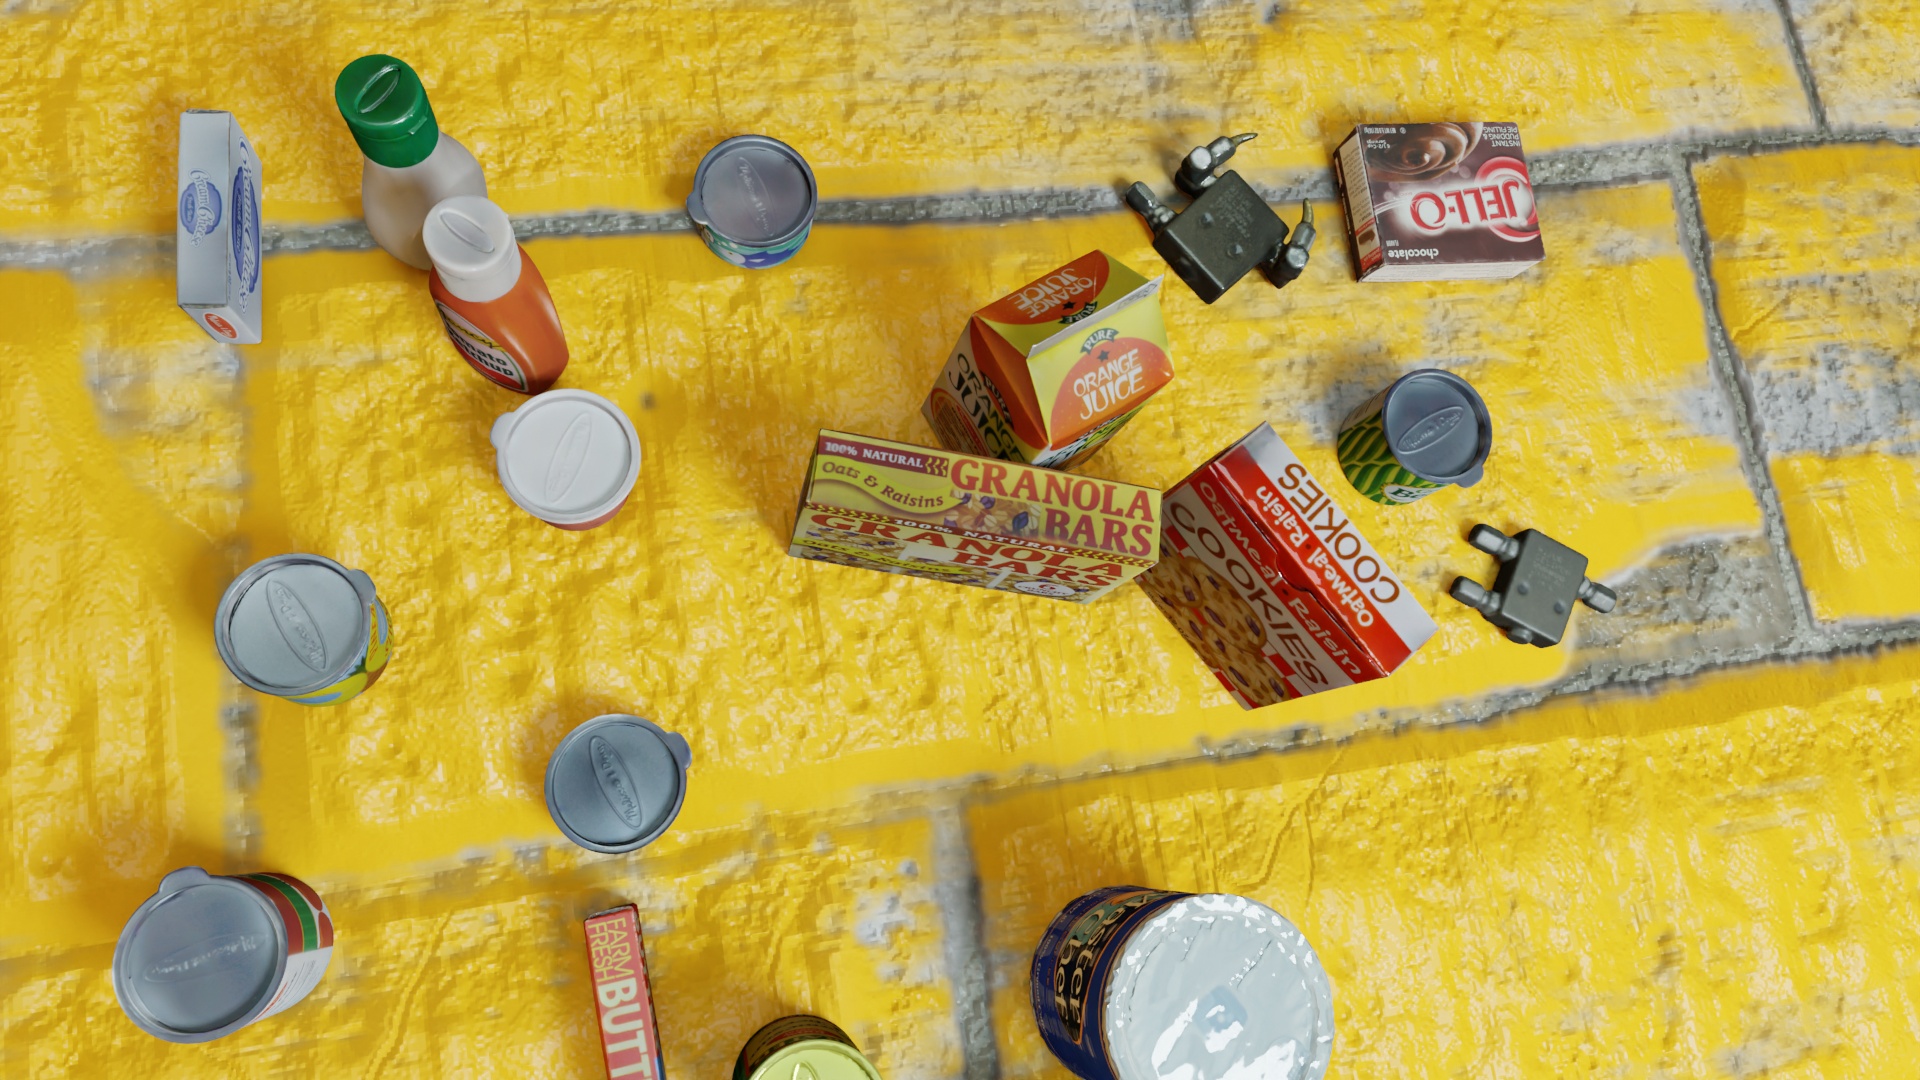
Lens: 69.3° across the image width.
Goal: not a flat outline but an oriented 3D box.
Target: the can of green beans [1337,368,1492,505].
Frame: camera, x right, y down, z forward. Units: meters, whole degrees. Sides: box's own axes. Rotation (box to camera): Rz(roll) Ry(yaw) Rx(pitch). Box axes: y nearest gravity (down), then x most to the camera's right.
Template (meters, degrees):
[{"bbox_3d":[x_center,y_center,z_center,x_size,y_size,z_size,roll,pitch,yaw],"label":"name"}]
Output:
[{"bbox_3d":[0.256,-0.057,0.788,0.071,0.057,0.071,2,77,-11],"label":"can of green beans"}]

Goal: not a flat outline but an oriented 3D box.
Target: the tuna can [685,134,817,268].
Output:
[{"bbox_3d":[-0.115,-0.183,0.757,0.071,0.032,0.071,2,77,-11],"label":"tuna can"}]

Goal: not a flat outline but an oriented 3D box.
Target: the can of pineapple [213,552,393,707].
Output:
[{"bbox_3d":[-0.305,0.043,0.655,0.071,0.057,0.071,2,77,-11],"label":"can of pineapple"}]

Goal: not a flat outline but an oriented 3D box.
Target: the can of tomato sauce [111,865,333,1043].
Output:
[{"bbox_3d":[-0.320,0.178,0.608,0.071,0.083,0.071,2,77,-10],"label":"can of tomato sauce"}]

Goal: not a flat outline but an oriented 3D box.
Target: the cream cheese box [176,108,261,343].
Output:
[{"bbox_3d":[-0.367,-0.155,0.690,0.024,0.053,0.104,-3,78,-12],"label":"cream cheese box"}]

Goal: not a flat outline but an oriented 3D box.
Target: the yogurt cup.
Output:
[{"bbox_3d":[-0.195,-0.036,0.697,0.072,0.054,0.072,2,77,-11],"label":"yogurt cup"}]

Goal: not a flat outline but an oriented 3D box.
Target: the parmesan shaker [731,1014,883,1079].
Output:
[{"bbox_3d":[-0.073,0.254,0.629,0.071,0.103,0.071,2,77,-10],"label":"parmesan shaker"}]

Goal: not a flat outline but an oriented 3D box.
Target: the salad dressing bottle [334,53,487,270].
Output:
[{"bbox_3d":[-0.263,-0.179,0.667,0.044,0.147,0.064,35,74,-2],"label":"salad dressing bottle"}]

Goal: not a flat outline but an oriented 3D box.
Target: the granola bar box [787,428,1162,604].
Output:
[{"bbox_3d":[0.002,-0.009,0.693,0.166,0.124,0.039,10,76,-9],"label":"granola bar box"}]

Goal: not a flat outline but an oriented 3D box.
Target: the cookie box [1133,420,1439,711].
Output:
[{"bbox_3d":[0.146,0.020,0.692,0.040,0.167,0.123,-39,87,-16],"label":"cookie box"}]

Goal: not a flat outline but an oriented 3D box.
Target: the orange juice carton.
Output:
[{"bbox_3d":[0.042,-0.078,0.680,0.072,0.192,0.073,-29,85,-15],"label":"orange juice carton"}]

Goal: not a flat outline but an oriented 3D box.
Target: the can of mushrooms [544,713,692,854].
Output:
[{"bbox_3d":[-0.165,0.118,0.678,0.071,0.033,0.071,2,77,-11],"label":"can of mushrooms"}]

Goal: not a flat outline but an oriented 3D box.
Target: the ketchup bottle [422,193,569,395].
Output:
[{"bbox_3d":[-0.223,-0.117,0.660,0.065,0.148,0.043,35,74,-2],"label":"ketchup bottle"}]

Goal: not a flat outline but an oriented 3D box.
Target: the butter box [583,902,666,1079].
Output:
[{"bbox_3d":[-0.154,0.223,0.646,0.024,0.053,0.103,-10,80,-13],"label":"butter box"}]
